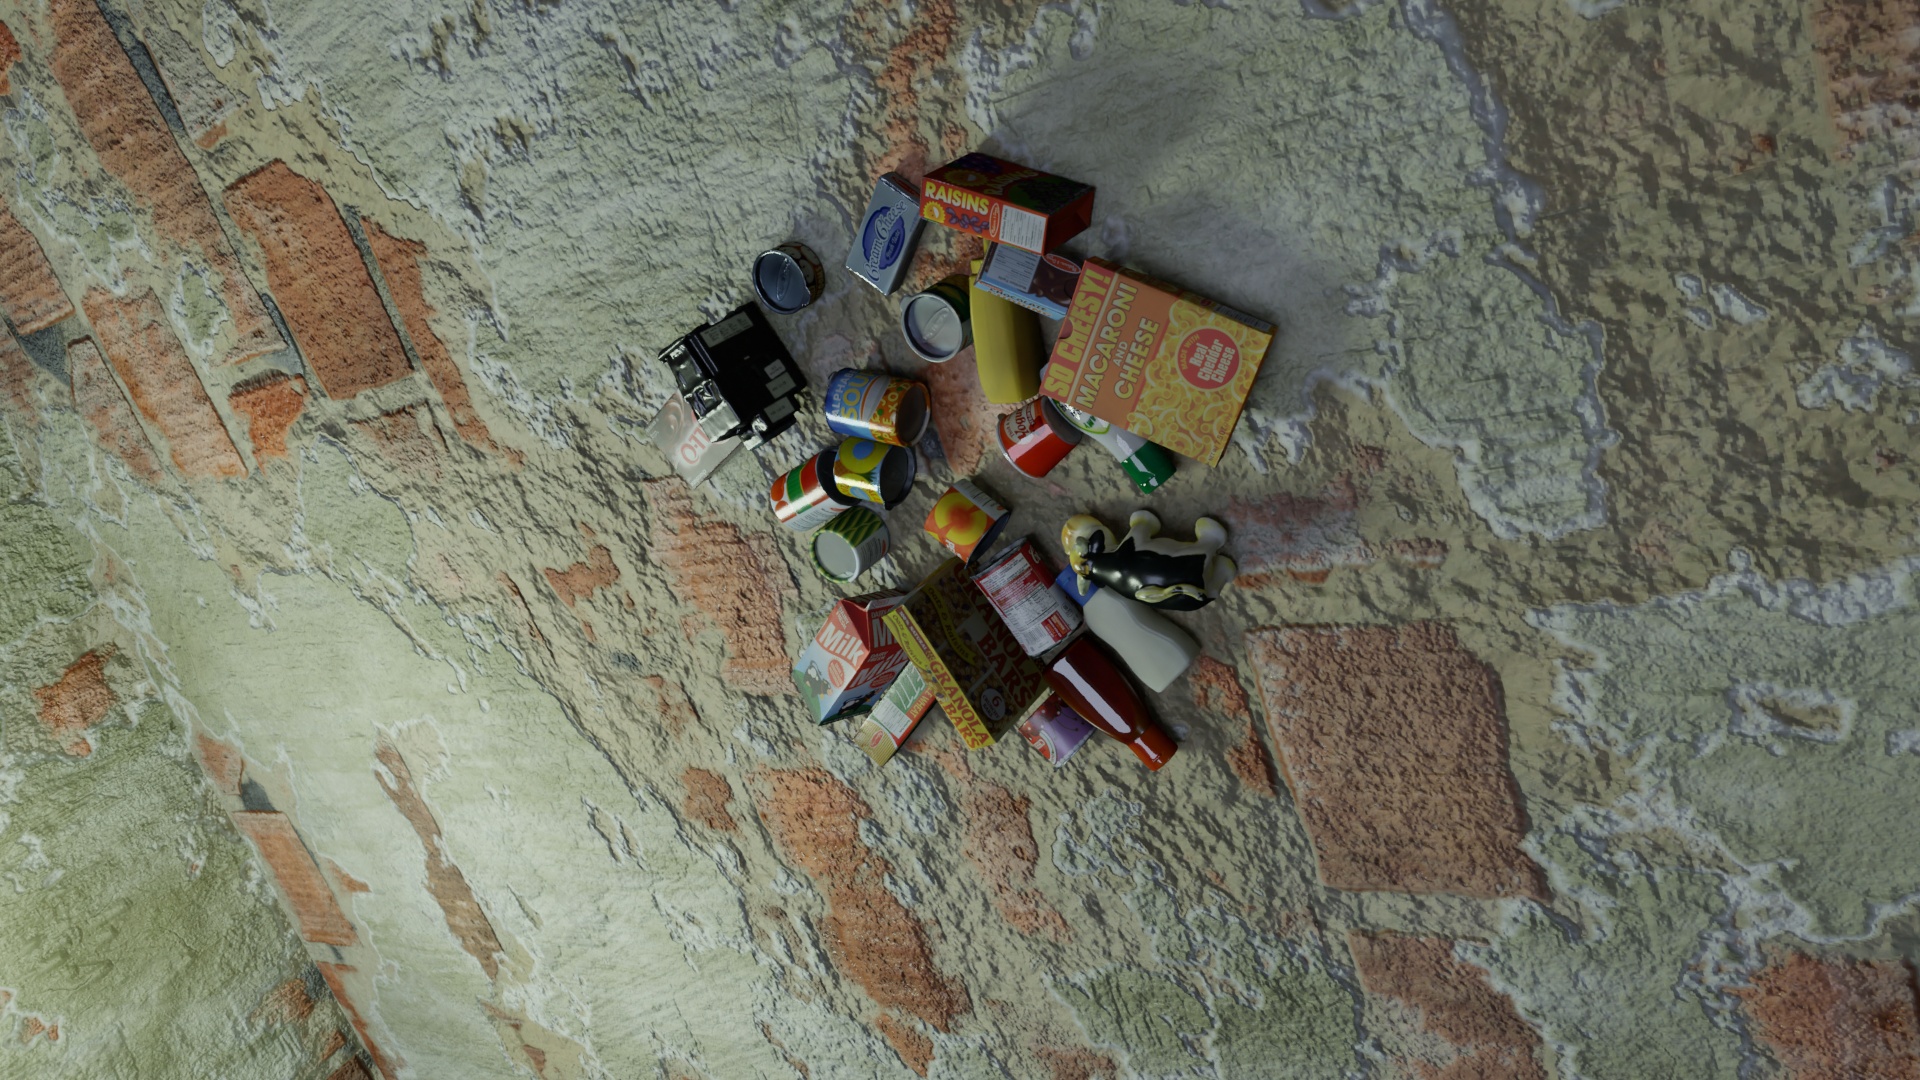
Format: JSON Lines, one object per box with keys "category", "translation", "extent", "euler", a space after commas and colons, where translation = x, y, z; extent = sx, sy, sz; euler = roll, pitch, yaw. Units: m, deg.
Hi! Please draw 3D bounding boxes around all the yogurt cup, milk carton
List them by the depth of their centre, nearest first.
{"category": "yogurt cup", "translation": [0.074, -0.098, 1.275], "extent": [0.053, 0.073, 0.072], "euler": [-35, 93, 34]}
{"category": "milk carton", "translation": [-0.106, 0.116, 1.502], "extent": [0.073, 0.072, 0.189], "euler": [59, 136, 24]}

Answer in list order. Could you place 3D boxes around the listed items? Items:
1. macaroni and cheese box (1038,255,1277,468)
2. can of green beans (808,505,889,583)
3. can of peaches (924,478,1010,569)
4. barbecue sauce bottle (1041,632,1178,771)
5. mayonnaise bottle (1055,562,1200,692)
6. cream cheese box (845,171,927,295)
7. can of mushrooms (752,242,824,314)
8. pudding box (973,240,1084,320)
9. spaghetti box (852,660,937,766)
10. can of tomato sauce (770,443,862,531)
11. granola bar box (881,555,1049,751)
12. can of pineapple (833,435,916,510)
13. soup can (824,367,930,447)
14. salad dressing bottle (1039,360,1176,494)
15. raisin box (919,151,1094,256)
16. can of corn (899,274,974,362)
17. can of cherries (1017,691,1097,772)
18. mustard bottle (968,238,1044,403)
{"category": "macaroni and cheese box", "translation": [0.163, -0.151, 1.166], "extent": [0.166, 0.040, 0.123], "euler": [24, 114, 11]}
{"category": "can of green beans", "translation": [-0.118, 0.005, 1.469], "extent": [0.071, 0.058, 0.071], "euler": [17, 124, 26]}
{"category": "can of peaches", "translation": [0.005, -0.017, 1.364], "extent": [0.058, 0.071, 0.071], "euler": [39, 131, 11]}
{"category": "barbecue sauce bottle", "translation": [0.152, 0.164, 1.382], "extent": [0.148, 0.044, 0.064], "euler": [46, 107, 2]}
{"category": "mayonnaise bottle", "translation": [0.157, 0.076, 1.333], "extent": [0.148, 0.041, 0.064], "euler": [44, 131, 7]}
{"category": "cream cheese box", "translation": [-0.066, -0.283, 1.289], "extent": [0.053, 0.024, 0.103], "euler": [38, 131, 11]}
{"category": "can of mushrooms", "translation": [-0.167, -0.257, 1.368], "extent": [0.071, 0.034, 0.070], "euler": [16, 123, 27]}
{"category": "pudding box", "translation": [0.059, -0.228, 1.196], "extent": [0.084, 0.030, 0.049], "euler": [20, 85, -8]}
{"category": "spaghetti box", "translation": [-0.048, 0.166, 1.533], "extent": [0.050, 0.029, 0.248], "euler": [42, 132, 7]}
{"category": "can of tomato sauce", "translation": [-0.149, -0.055, 1.452], "extent": [0.083, 0.071, 0.071], "euler": [-26, 99, 42]}
{"category": "granola bar box", "translation": [0.009, 0.109, 1.397], "extent": [0.039, 0.125, 0.165], "euler": [-28, 98, 42]}
{"category": "can of pineapple", "translation": [-0.087, -0.070, 1.396], "extent": [0.058, 0.071, 0.070], "euler": [13, 123, 29]}
{"category": "soup can", "translation": [-0.082, -0.132, 1.358], "extent": [0.084, 0.072, 0.071], "euler": [13, 123, 27]}
{"category": "salad dressing bottle", "translation": [0.133, -0.108, 1.240], "extent": [0.147, 0.044, 0.064], "euler": [50, 127, 0]}
{"category": "raisin box", "translation": [0.039, -0.286, 1.174], "extent": [0.123, 0.086, 0.039], "euler": [23, 129, 22]}
{"category": "can of corn", "translation": [-0.013, -0.206, 1.274], "extent": [0.071, 0.058, 0.070], "euler": [17, 124, 26]}
{"category": "can of cherries", "translation": [0.100, 0.192, 1.419], "extent": [0.058, 0.072, 0.071], "euler": [44, 132, 6]}
{"category": "mustard bottle", "translation": [0.037, -0.205, 1.241], "extent": [0.049, 0.065, 0.159], "euler": [-2, 107, 31]}
